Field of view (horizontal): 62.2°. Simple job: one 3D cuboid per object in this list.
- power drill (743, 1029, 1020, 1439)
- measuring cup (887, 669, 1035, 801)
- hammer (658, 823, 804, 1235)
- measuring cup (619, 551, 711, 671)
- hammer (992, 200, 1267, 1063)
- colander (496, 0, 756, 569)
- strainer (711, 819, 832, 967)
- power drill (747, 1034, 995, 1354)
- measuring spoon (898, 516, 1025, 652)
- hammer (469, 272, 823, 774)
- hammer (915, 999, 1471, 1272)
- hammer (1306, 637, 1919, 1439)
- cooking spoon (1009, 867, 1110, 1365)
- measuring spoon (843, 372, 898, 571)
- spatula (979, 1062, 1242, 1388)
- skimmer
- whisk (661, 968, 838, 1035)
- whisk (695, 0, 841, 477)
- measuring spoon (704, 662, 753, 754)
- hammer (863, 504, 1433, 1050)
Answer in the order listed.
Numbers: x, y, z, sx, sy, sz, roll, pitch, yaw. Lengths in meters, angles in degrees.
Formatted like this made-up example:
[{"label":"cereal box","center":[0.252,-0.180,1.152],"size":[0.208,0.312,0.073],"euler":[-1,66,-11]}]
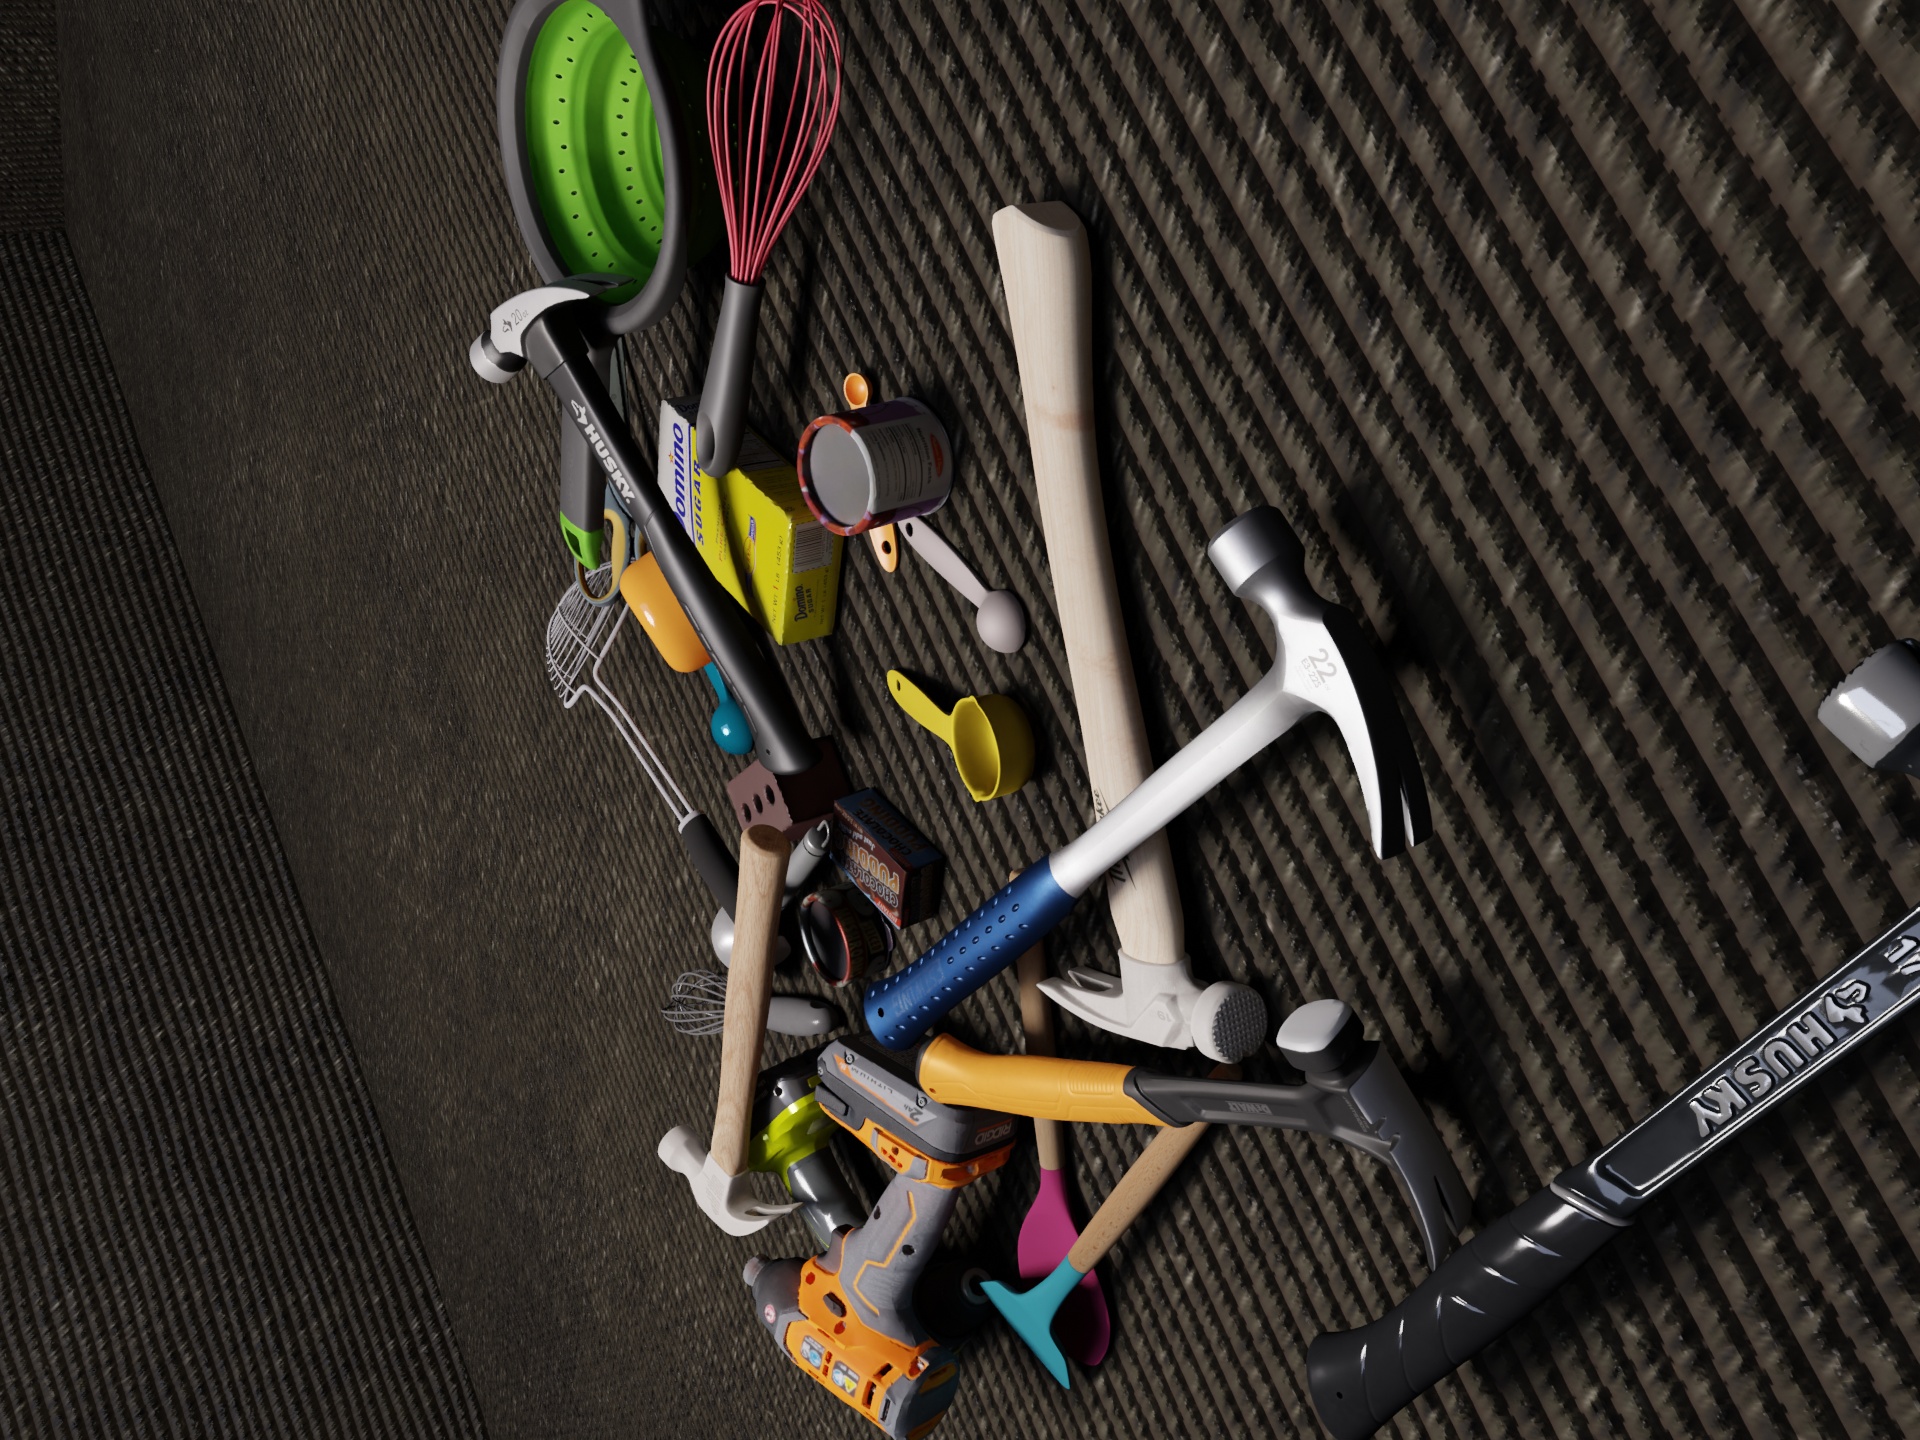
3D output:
[{"label":"power drill","center":[-0.058,0.311,0.995],"size":[0.164,0.084,0.226],"euler":[22,104,35]},{"label":"measuring cup","center":[-0.001,-0.003,0.908],"size":[0.157,0.029,0.062],"euler":[-142,45,-58]},{"label":"hammer","center":[-0.143,0.214,1.060],"size":[0.130,0.031,0.331],"euler":[35,128,35]},{"label":"measuring cup","center":[-0.173,-0.041,1.091],"size":[0.174,0.052,0.095],"euler":[57,173,7]},{"label":"hammer","center":[0.060,-0.040,0.781],"size":[0.146,0.038,0.410],"euler":[4,107,57]},{"label":"colander","center":[-0.202,-0.277,1.003],"size":[0.205,0.094,0.396],"euler":[40,134,33]},{"label":"strainer","center":[-0.135,0.127,1.128],"size":[0.258,0.050,0.087],"euler":[129,138,-53]},{"label":"power drill","center":[-0.068,0.343,1.108],"size":[0.229,0.080,0.190],"euler":[59,141,17]},{"label":"measuring spoon","center":[-0.006,-0.079,0.877],"size":[0.124,0.018,0.034],"euler":[48,139,35]},{"label":"hammer","center":[-0.177,-0.114,0.974],"size":[0.146,0.035,0.334],"euler":[-19,103,49]},{"label":"hammer","center":[0.087,0.190,0.785],"size":[0.337,0.034,0.127],"euler":[-11,116,54]},{"label":"hammer","center":[0.241,0.164,0.564],"size":[0.149,0.036,0.408],"euler":[52,135,26]},{"label":"cooking spoon","center":[0.052,0.237,0.931],"size":[0.069,0.017,0.318],"euler":[8,111,43]},{"label":"measuring spoon","center":[-0.049,-0.144,0.922],"size":[0.021,0.011,0.117],"euler":[6,112,43]},{"label":"spatula","center":[0.083,0.281,0.887],"size":[0.082,0.044,0.317],"euler":[45,130,22]},{"label":"skimmer","center":[-0.202,0.026,1.156],"size":[0.364,0.090,0.127],"euler":[52,121,25]},{"label":"whisk","center":[-0.162,0.223,1.225],"size":[0.239,0.055,0.055],"euler":[-7,98,52]},{"label":"whisk","center":[-0.118,-0.269,0.899],"size":[0.073,0.073,0.295],"euler":[46,134,36]},{"label":"measuring spoon","center":[-0.188,-0.032,1.164],"size":[0.129,0.021,0.042],"euler":[64,146,12]},{"label":"hammer","center":[0.058,0.074,0.755],"size":[0.405,0.035,0.144],"euler":[-47,66,47]}]
